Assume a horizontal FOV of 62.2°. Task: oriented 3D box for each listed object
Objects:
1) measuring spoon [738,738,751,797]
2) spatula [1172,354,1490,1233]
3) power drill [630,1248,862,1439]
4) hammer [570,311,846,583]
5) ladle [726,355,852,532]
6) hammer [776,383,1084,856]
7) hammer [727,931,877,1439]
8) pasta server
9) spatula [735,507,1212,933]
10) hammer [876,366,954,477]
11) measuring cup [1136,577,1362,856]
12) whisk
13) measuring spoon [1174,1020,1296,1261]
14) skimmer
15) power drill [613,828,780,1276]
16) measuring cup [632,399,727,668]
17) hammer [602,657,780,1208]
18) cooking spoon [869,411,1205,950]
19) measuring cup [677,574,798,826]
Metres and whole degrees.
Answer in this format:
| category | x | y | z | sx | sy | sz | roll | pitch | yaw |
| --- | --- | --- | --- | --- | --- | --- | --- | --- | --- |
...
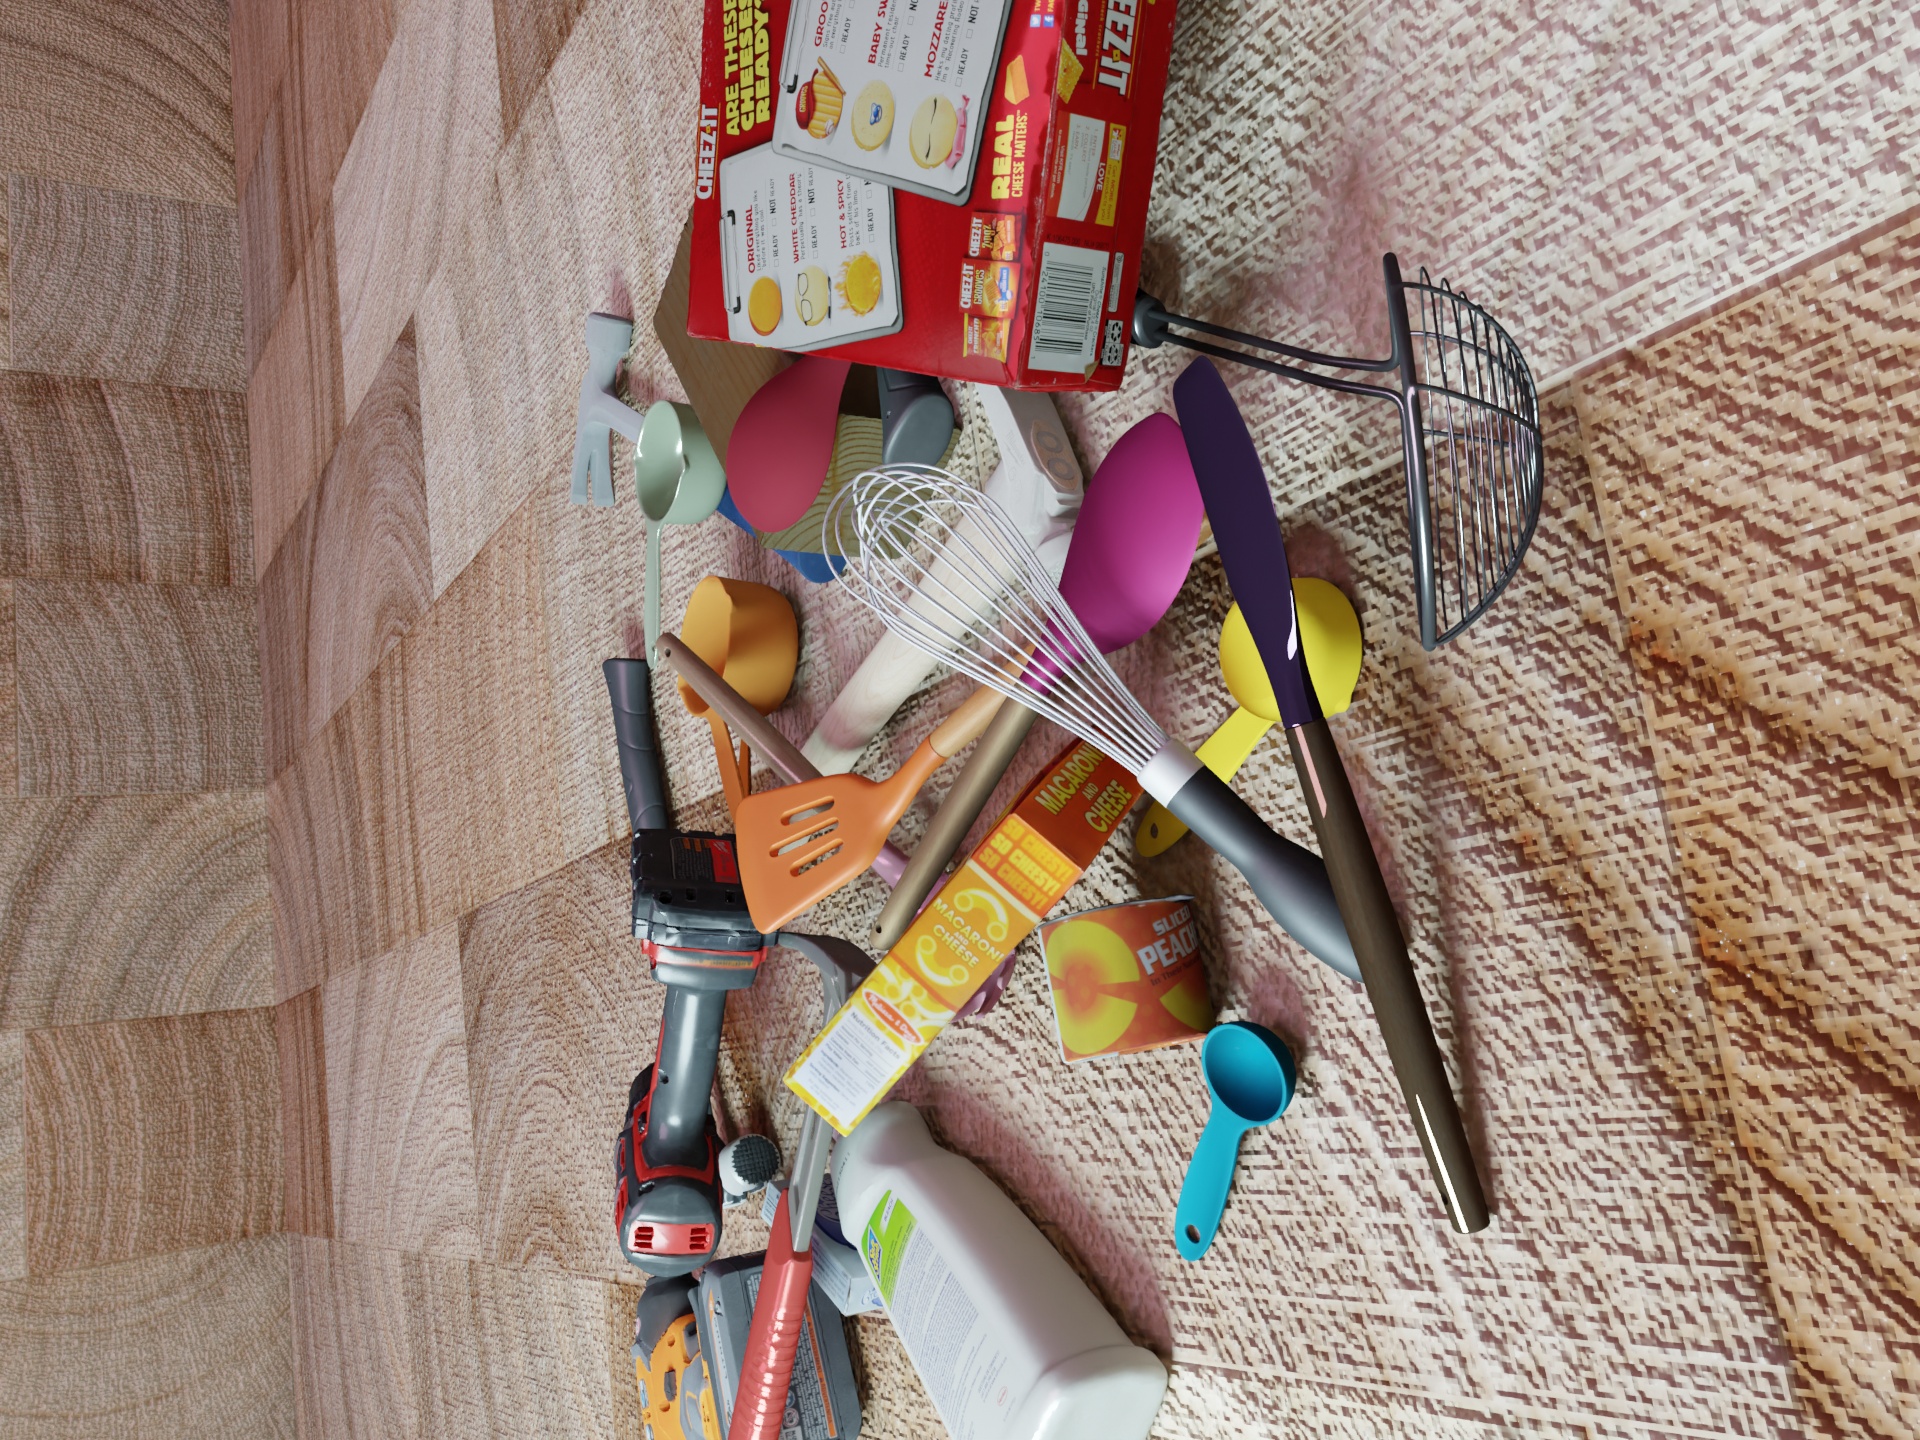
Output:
| category | x | y | z | sx | sy | sz | roll | pitch | yaw |
| --- | --- | --- | --- | --- | --- | --- | --- | --- | --- |
| measuring spoon | -0.130 | 0.028 | 0.984 | 0.117 | 0.011 | 0.021 | -98 | 30 | -51 |
| spatula | 0.129 | 0.025 | 0.552 | 0.060 | 0.018 | 0.316 | 154 | 99 | -79 |
| power drill | -0.147 | 0.394 | 0.987 | 0.226 | 0.084 | 0.164 | -48 | 51 | 51 |
| hammer | -0.183 | -0.168 | 1.074 | 0.406 | 0.035 | 0.144 | 36 | 120 | 51 |
| ladle | -0.020 | -0.223 | 0.741 | 0.069 | 0.031 | 0.315 | 45 | 105 | 32 |
| hammer | -0.052 | -0.019 | 0.876 | 0.410 | 0.038 | 0.146 | -51 | 48 | 44 |
| hammer | -0.096 | 0.295 | 0.831 | 0.149 | 0.036 | 0.359 | -161 | 82 | -66 |
| pasta server | -0.076 | 0.043 | 0.850 | 0.316 | 0.040 | 0.060 | 42 | 114 | 30 |
| spatula | -0.001 | -0.002 | 0.747 | 0.322 | 0.041 | 0.081 | -41 | 50 | 36 |
| hammer | -0.043 | -0.275 | 0.828 | 0.146 | 0.035 | 0.335 | -38 | 52 | 50 |
| measuring cup | 0.103 | 0.006 | 0.643 | 0.156 | 0.029 | 0.062 | -57 | 45 | 38 |
| whisk | 0.058 | -0.003 | 0.610 | 0.285 | 0.070 | 0.070 | 43 | 130 | 13 |
| measuring spoon | 0.111 | 0.173 | 0.651 | 0.042 | 0.021 | 0.128 | 36 | 130 | 36 |
| skimmer | 0.085 | -0.135 | 0.616 | 0.364 | 0.090 | 0.127 | 37 | 149 | 53 |
| power drill | -0.162 | 0.179 | 0.927 | 0.188 | 0.080 | 0.226 | -129 | 47 | -71 |
| measuring cup | -0.176 | -0.115 | 0.999 | 0.083 | 0.038 | 0.167 | 20 | 108 | 55 |
| hammer | -0.206 | 0.138 | 1.115 | 0.149 | 0.036 | 0.409 | -43 | 55 | 50 |
| cooking spoon | 0.022 | 0.002 | 0.691 | 0.069 | 0.017 | 0.318 | 60 | 138 | 32 |
| measuring cup | -0.126 | -0.008 | 0.963 | 0.095 | 0.052 | 0.174 | -50 | 46 | 44 |
